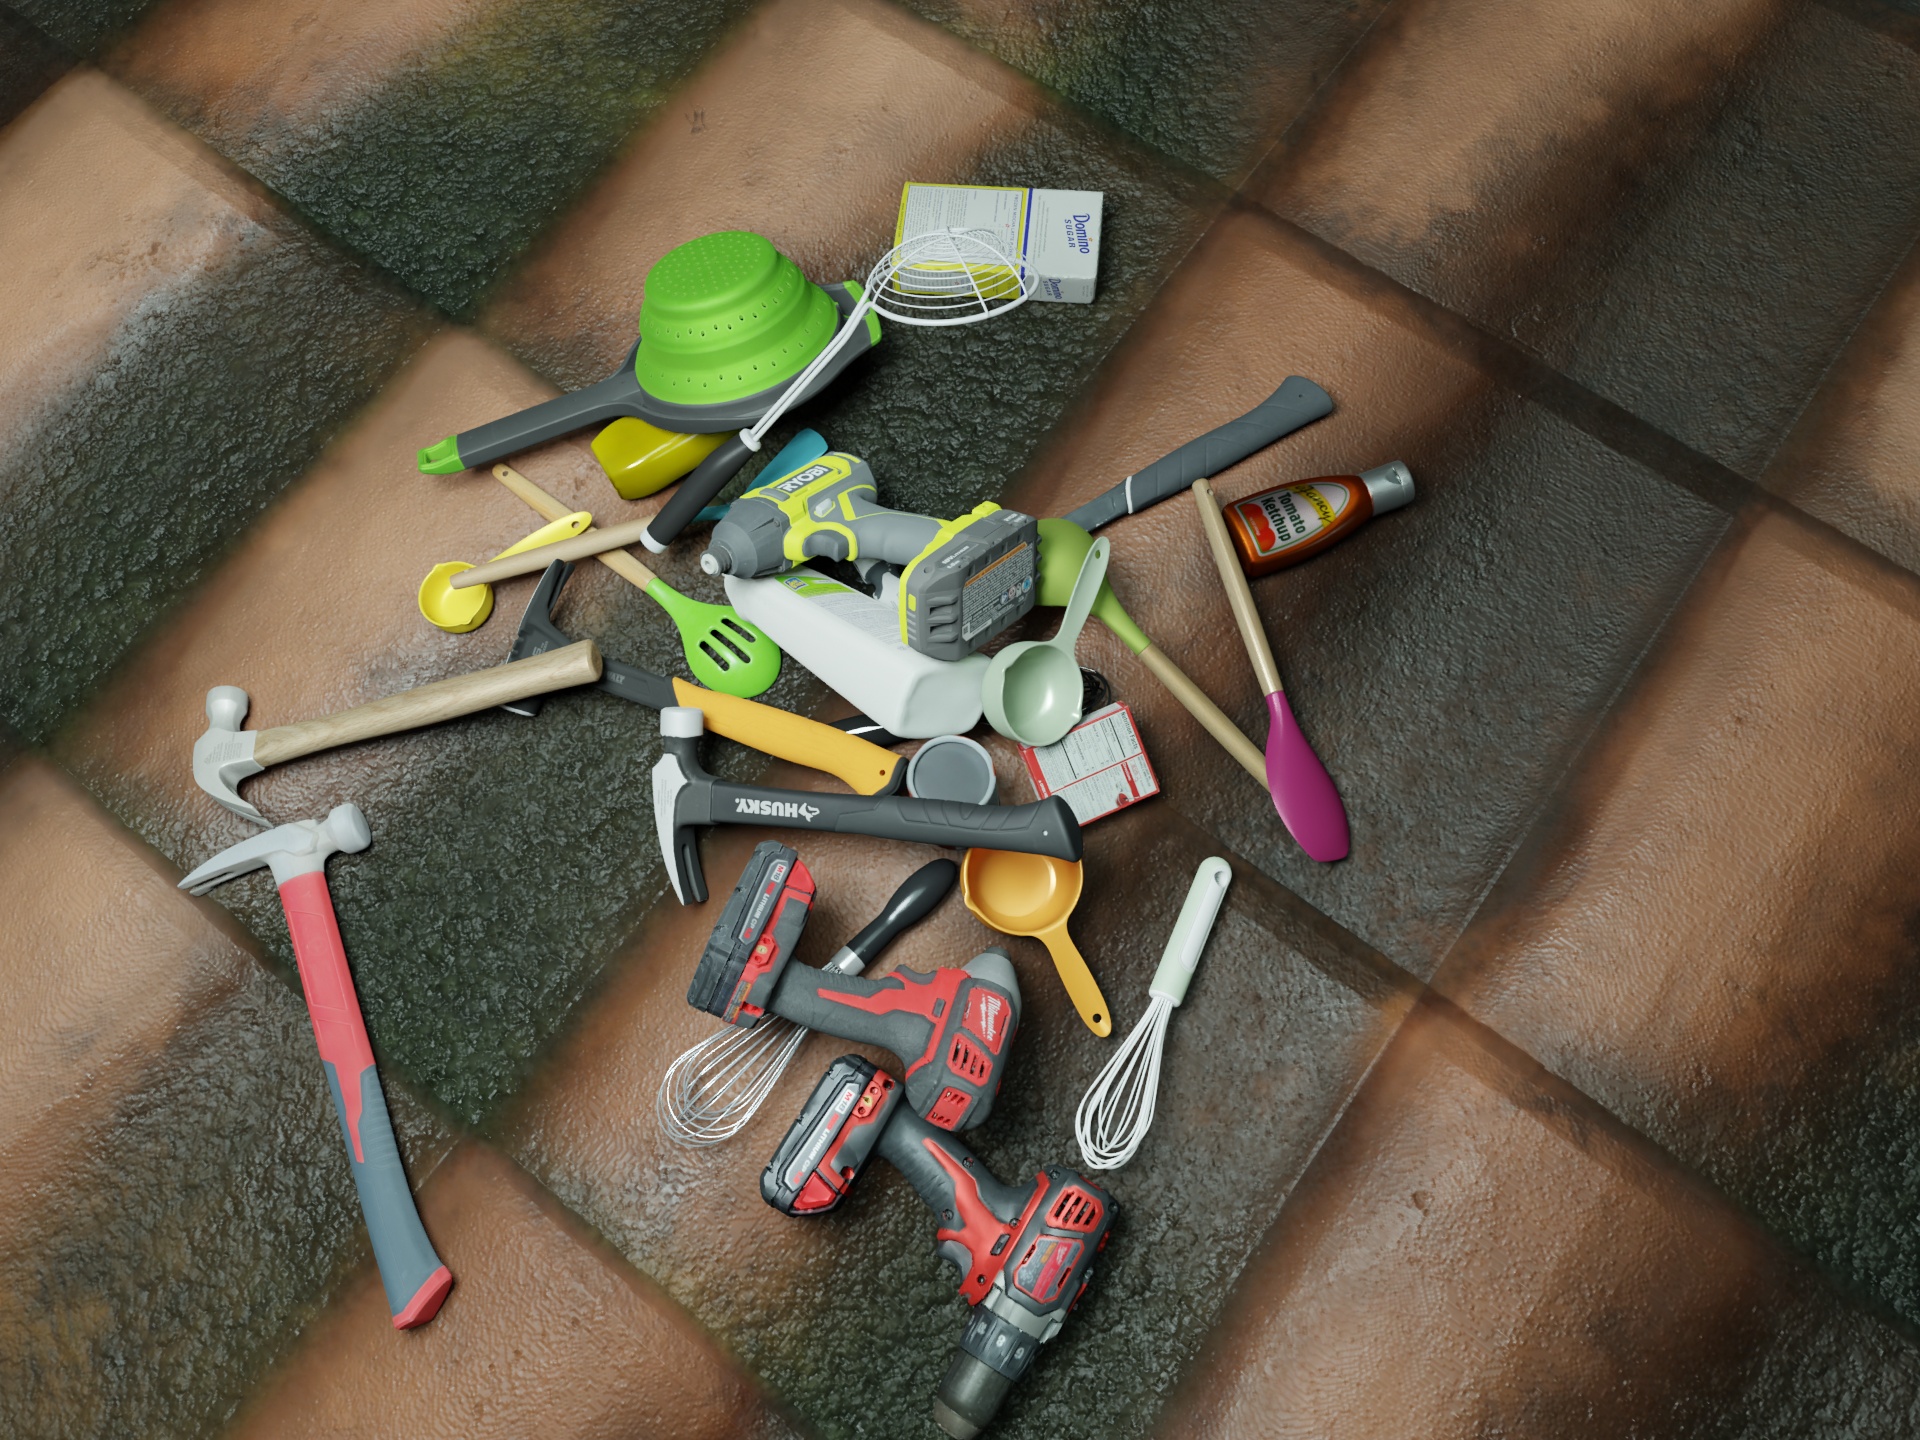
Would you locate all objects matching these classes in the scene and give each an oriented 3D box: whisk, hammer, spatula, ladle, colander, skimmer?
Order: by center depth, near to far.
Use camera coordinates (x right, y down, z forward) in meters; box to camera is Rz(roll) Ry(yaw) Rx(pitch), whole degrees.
[{"bbox_3d":[-0.073,0.073,1.143,0.335,0.035,0.146,4,94,22],"label":"hammer"},{"bbox_3d":[0.144,0.207,1.144,0.057,0.059,0.246,36,67,-24],"label":"whisk"},{"bbox_3d":[-0.105,0.201,1.161,0.284,0.070,0.070,-42,73,-16],"label":"whisk"},{"bbox_3d":[-0.464,0.258,1.170,0.143,0.038,0.387,-22,70,-3],"label":"hammer"},{"bbox_3d":[-0.098,-0.240,1.216,0.363,0.090,0.127,-42,34,19],"label":"skimmer"},{"bbox_3d":[0.156,-0.033,1.217,0.078,0.062,0.320,-43,87,-16],"label":"ladle"},{"bbox_3d":[-0.194,-0.017,1.231,0.337,0.034,0.127,20,89,13],"label":"hammer"},{"bbox_3d":[-0.002,-0.003,1.232,0.239,0.055,0.055,-11,70,4],"label":"whisk"},{"bbox_3d":[-0.437,-0.004,1.232,0.331,0.031,0.130,-14,56,6],"label":"hammer"},{"bbox_3d":[0.123,-0.170,1.287,0.409,0.036,0.149,-29,72,-7],"label":"hammer"},{"bbox_3d":[-0.259,-0.166,1.287,0.317,0.044,0.082,-18,27,-10],"label":"spatula"},{"bbox_3d":[-0.267,-0.303,1.292,0.397,0.094,0.205,-20,45,-2],"label":"colander"}]

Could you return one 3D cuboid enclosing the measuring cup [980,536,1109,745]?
[{"bbox_3d":[0.067,-0.061,1.177,0.038,0.083,0.168,8,71,54],"label":"measuring cup"}]

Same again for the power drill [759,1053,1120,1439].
[{"bbox_3d":[-0.027,0.355,1.088,0.227,0.080,0.188,30,75,10],"label":"power drill"}]

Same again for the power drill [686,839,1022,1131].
[{"bbox_3d":[-0.063,0.179,1.097,0.219,0.078,0.143,25,42,-2],"label":"power drill"}]

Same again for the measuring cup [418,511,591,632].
[{"bbox_3d":[-0.368,-0.124,1.304,0.156,0.029,0.062,-31,71,-7],"label":"measuring cup"}]

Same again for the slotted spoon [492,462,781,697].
[{"bbox_3d":[-0.272,-0.123,1.302,0.314,0.031,0.070,37,78,17],"label":"slotted spoon"}]

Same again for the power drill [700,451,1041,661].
[{"bbox_3d":[-0.068,-0.125,1.181,0.223,0.080,0.171,21,40,30],"label":"power drill"}]

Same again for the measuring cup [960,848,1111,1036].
[{"bbox_3d":[0.062,0.153,1.170,0.095,0.052,0.173,-26,85,-10],"label":"measuring cup"}]

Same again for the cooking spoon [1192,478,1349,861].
[{"bbox_3d":[0.233,-0.044,1.220,0.068,0.017,0.319,-5,70,-34],"label":"cooking spoon"}]
